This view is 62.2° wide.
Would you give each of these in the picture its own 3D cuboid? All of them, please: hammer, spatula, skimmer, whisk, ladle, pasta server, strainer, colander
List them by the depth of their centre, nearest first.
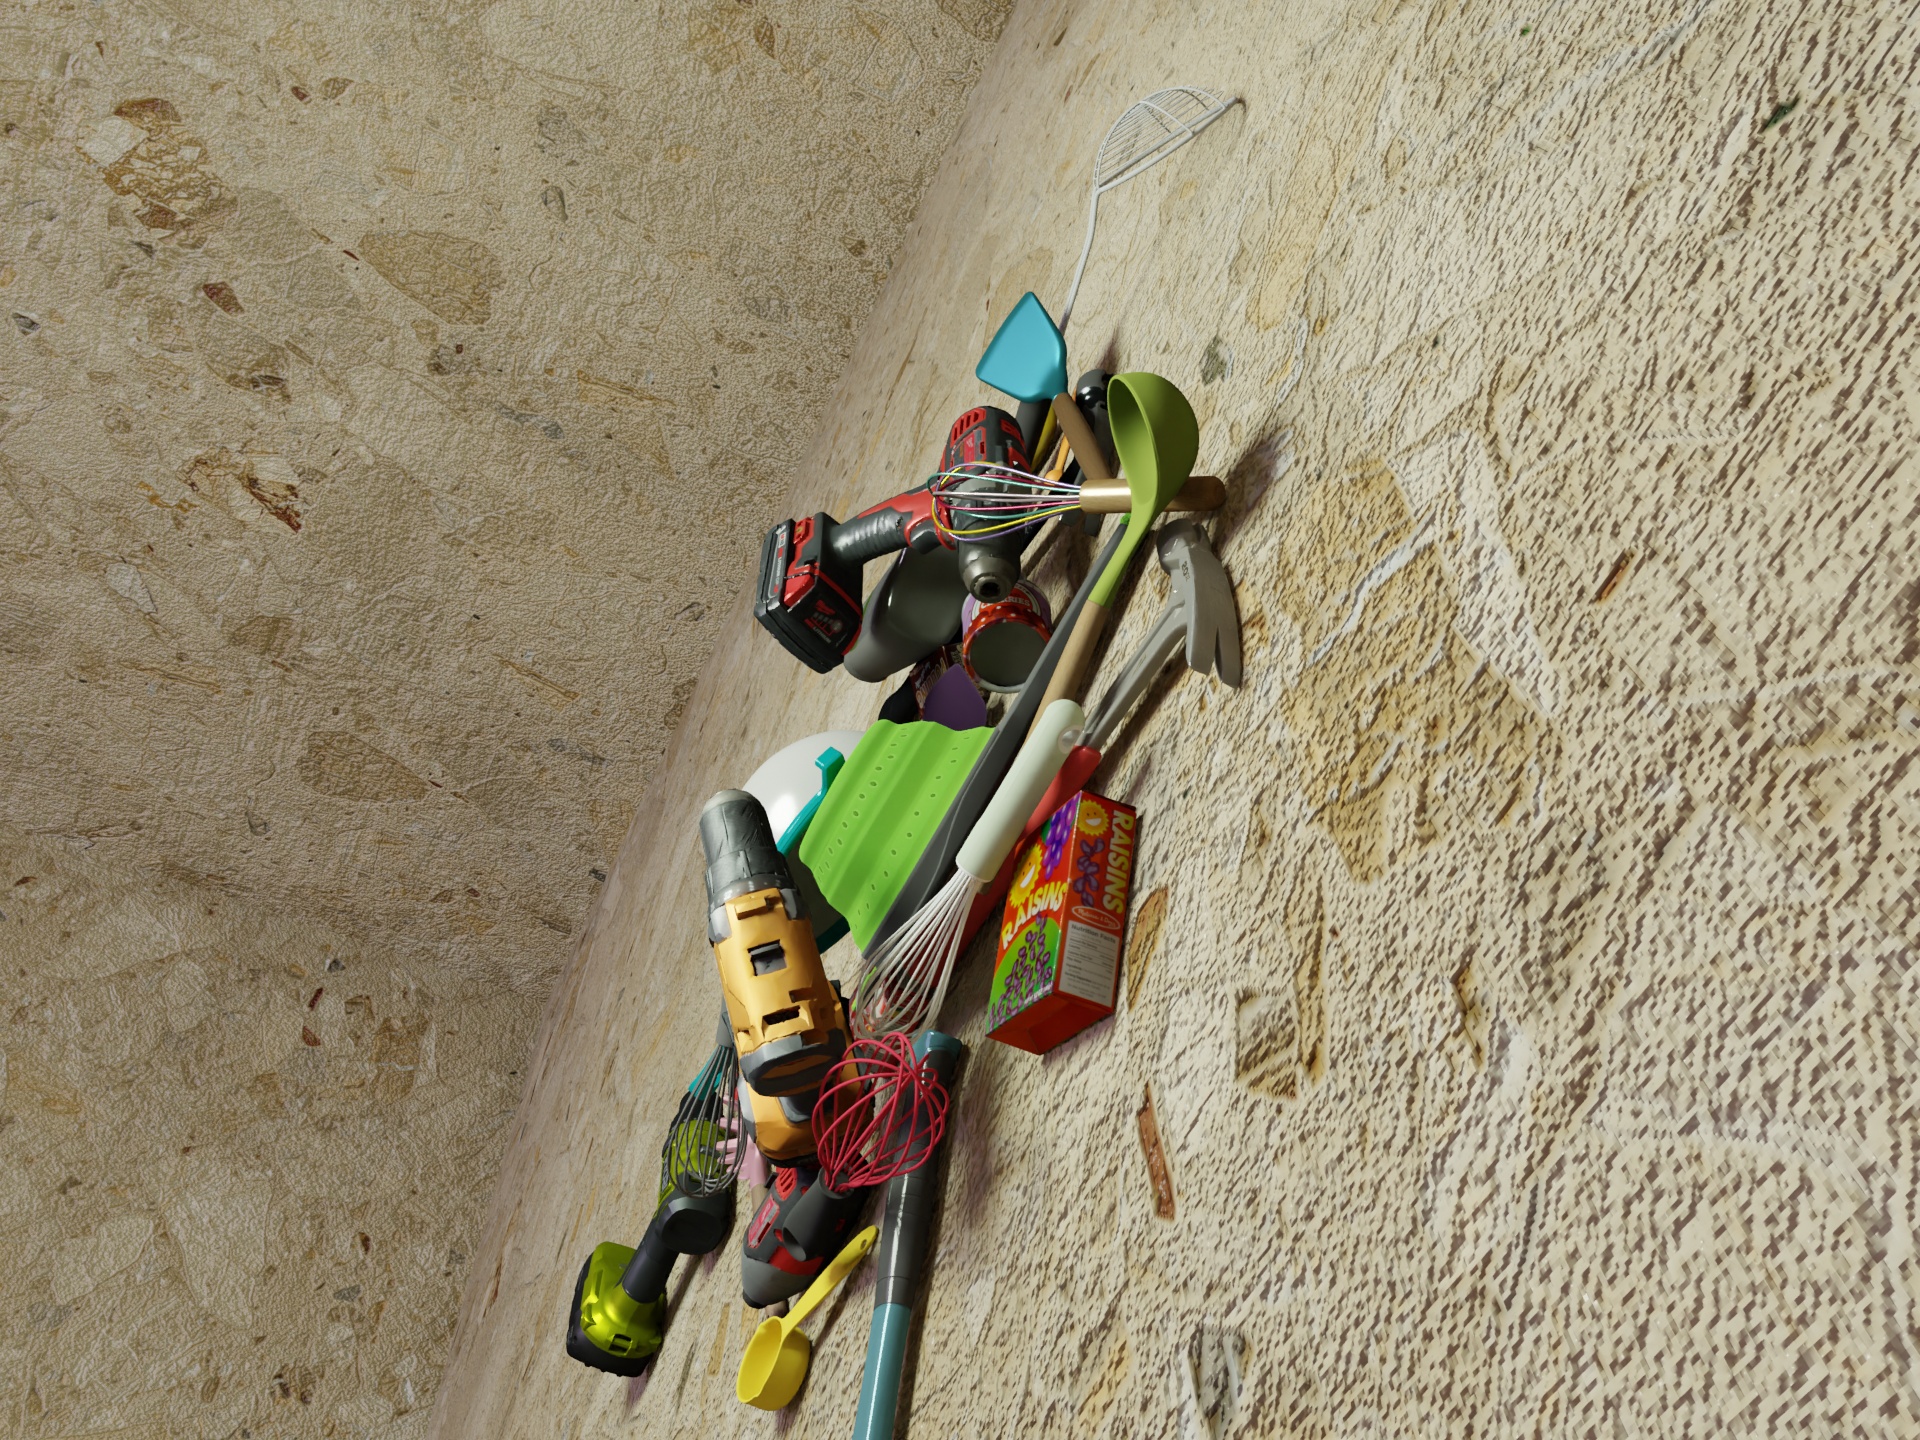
[{"bbox_3d":[-0.036,0.324,0.910,0.128,0.033,0.331,-50,23,46],"label":"hammer"},{"bbox_3d":[-0.067,0.260,0.920,0.295,0.073,0.073,115,168,-51],"label":"whisk"},{"bbox_3d":[0.004,0.092,0.925,0.059,0.057,0.246,42,109,37],"label":"whisk"},{"bbox_3d":[0.060,-0.048,0.932,0.078,0.062,0.320,-131,62,-74],"label":"ladle"},{"bbox_3d":[0.057,0.050,0.971,0.359,0.036,0.149,-57,18,33],"label":"hammer"},{"bbox_3d":[0.066,-0.148,1.024,0.245,0.051,0.047,6,49,45],"label":"whisk"},{"bbox_3d":[-0.002,-0.003,1.055,0.397,0.094,0.204,-59,-1,3],"label":"colander"},{"bbox_3d":[-0.162,0.222,1.107,0.055,0.055,0.239,-145,66,-75],"label":"whisk"},{"bbox_3d":[0.070,-0.229,1.172,0.082,0.044,0.318,-54,24,21],"label":"spatula"},{"bbox_3d":[-0.150,0.136,1.229,0.340,0.095,0.211,-59,-22,15],"label":"strainer"},{"bbox_3d":[-0.164,0.386,1.258,0.316,0.040,0.060,-127,49,-72],"label":"pasta server"},{"bbox_3d":[0.120,-0.336,1.293,0.127,0.090,0.363,-92,19,-71],"label":"skimmer"},{"bbox_3d":[0.021,-0.102,1.319,0.408,0.036,0.149,128,158,-47],"label":"hammer"},{"bbox_3d":[-0.038,0.032,1.333,0.018,0.060,0.316,-28,-8,-27],"label":"spatula"}]

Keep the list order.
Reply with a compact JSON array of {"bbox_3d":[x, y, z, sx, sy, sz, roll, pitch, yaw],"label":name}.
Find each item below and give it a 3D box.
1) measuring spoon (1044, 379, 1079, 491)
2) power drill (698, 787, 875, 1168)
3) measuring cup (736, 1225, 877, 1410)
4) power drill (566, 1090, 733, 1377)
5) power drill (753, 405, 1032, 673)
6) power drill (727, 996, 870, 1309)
[{"bbox_3d":[0.086,-0.241,1.328,0.021,0.011,0.117,-39,32,61],"label":"measuring spoon"},{"bbox_3d":[-0.114,0.163,0.983,0.226,0.084,0.186,88,164,-59],"label":"power drill"},{"bbox_3d":[-0.093,0.392,1.045,0.156,0.029,0.062,-51,19,14],"label":"measuring cup"},{"bbox_3d":[-0.277,0.465,1.466,0.228,0.080,0.191,-60,17,17],"label":"power drill"},{"bbox_3d":[-0.044,-0.122,1.187,0.226,0.080,0.188,-28,39,25],"label":"power drill"},{"bbox_3d":[-0.119,0.308,1.149,0.143,0.078,0.220,-61,19,25],"label":"power drill"}]
